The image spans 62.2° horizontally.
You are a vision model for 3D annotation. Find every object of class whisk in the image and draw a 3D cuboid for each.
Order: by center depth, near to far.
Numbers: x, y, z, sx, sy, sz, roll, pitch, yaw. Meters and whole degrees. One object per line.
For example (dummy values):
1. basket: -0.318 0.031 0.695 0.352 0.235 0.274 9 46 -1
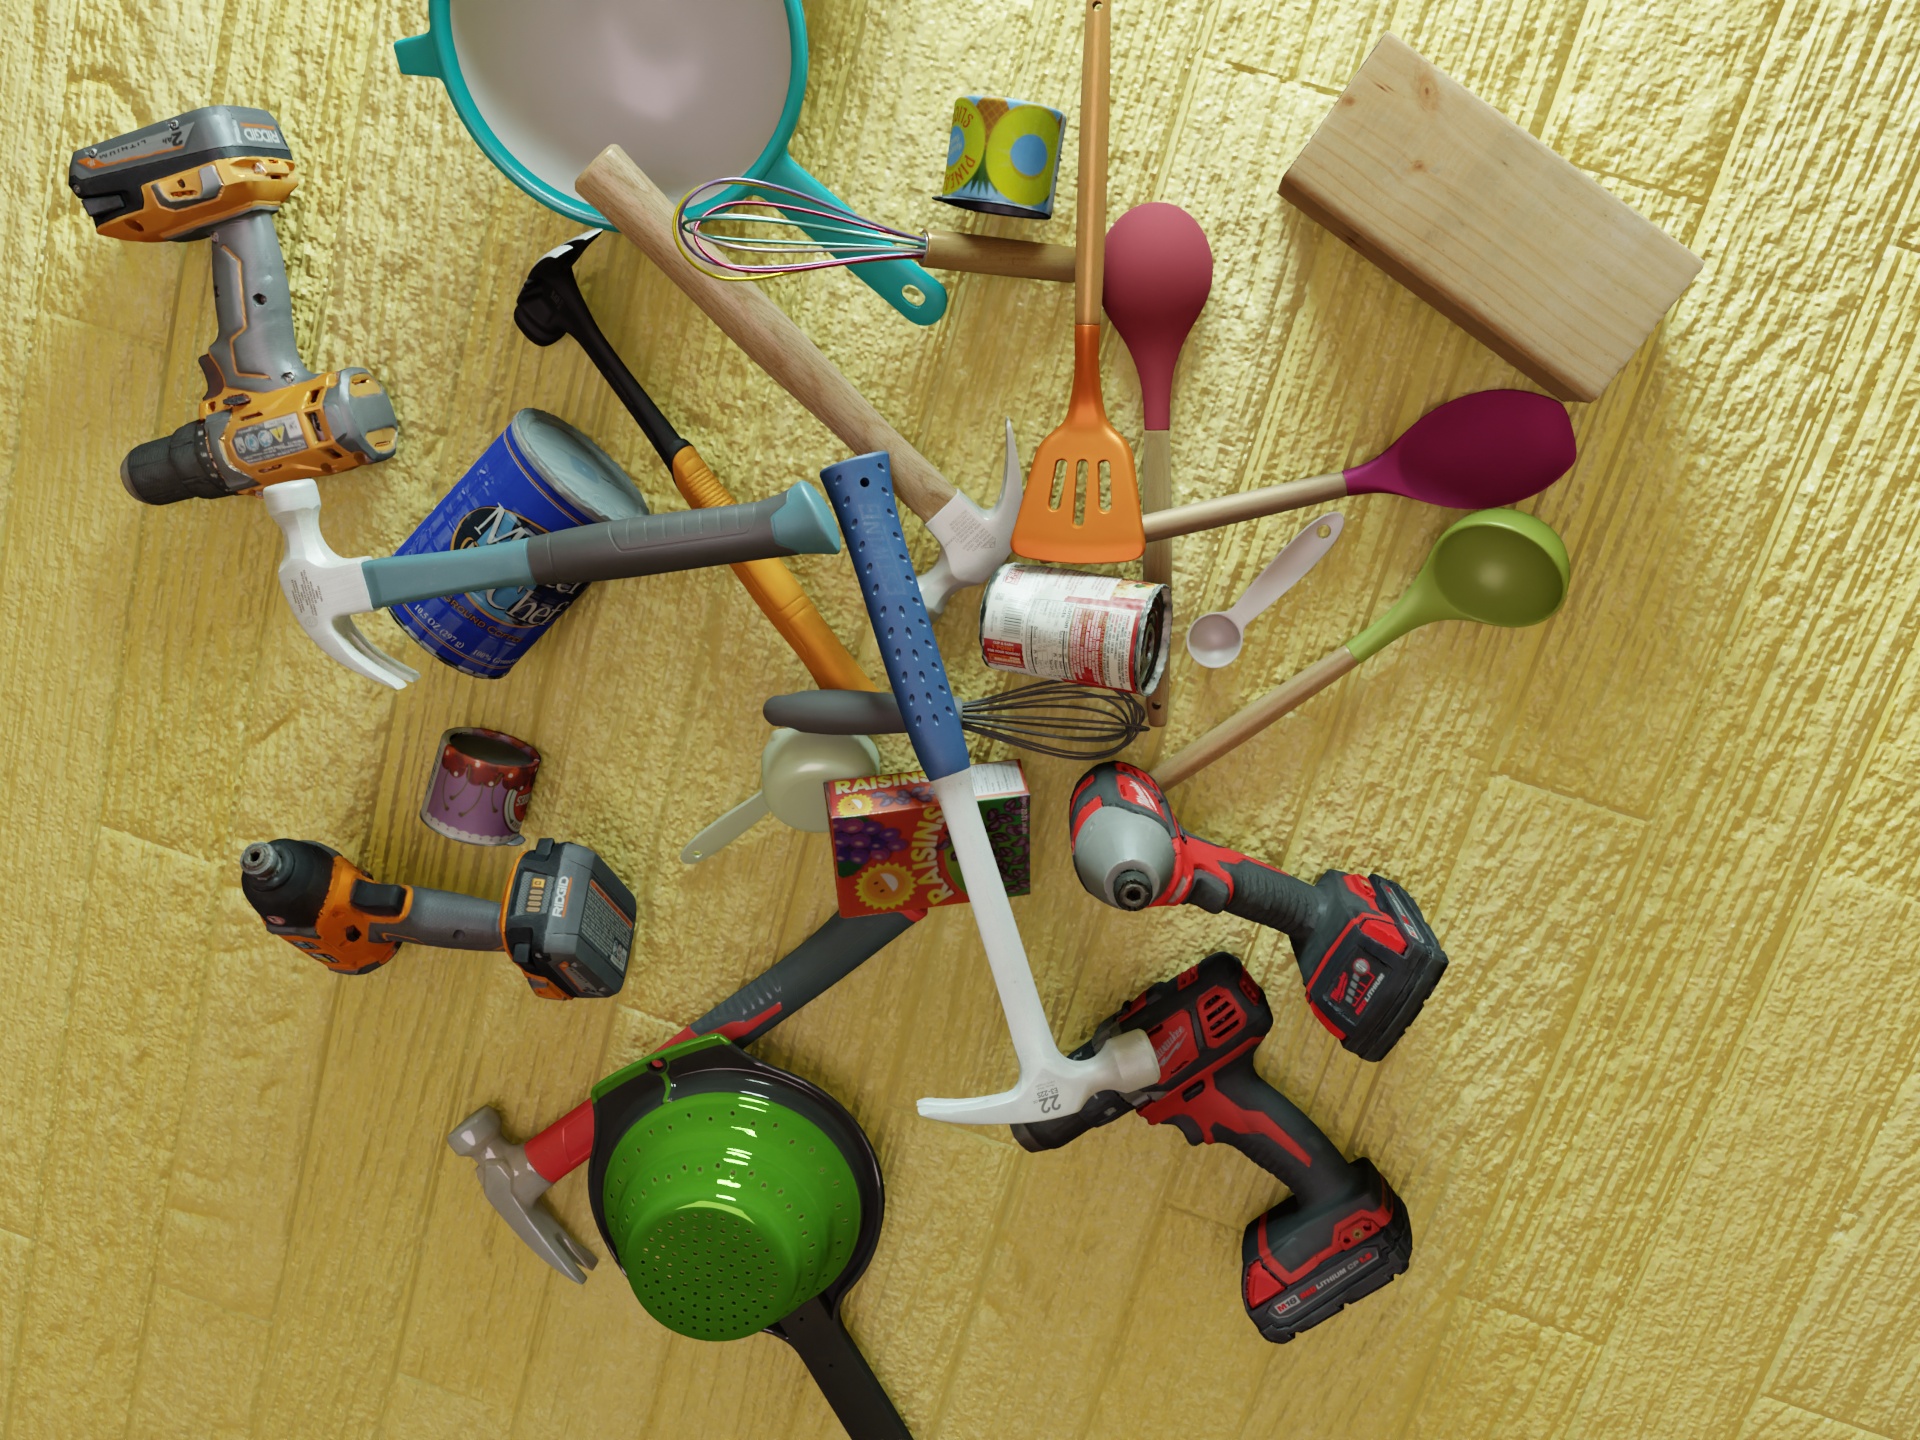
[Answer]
1. whisk: -0.043 -0.267 0.905 0.245 0.051 0.047 0 80 -22
2. whisk: -0.001 -0.002 0.977 0.239 0.055 0.055 1 103 -5

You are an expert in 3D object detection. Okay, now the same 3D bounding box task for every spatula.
1. spatula: 0.074 -0.253 0.916 0.081 0.041 0.322 3 106 10

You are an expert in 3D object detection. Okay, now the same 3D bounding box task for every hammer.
1. hammer: -0.234 -0.095 0.921 0.331 0.033 0.128 -7 105 8
2. hammer: -0.009 0.044 0.937 0.144 0.035 0.405 -18 92 -5
3. hammer: -0.090 -0.207 0.942 0.130 0.031 0.331 -43 107 13
4. hammer: -0.152 -0.138 0.975 0.034 0.127 0.336 -40 101 -24
5. hammer: -0.170 0.237 1.085 0.386 0.038 0.143 -36 96 14

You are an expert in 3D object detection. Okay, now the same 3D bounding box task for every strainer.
1. strainer: -0.138 -0.360 0.932 0.340 0.095 0.211 37 119 -19

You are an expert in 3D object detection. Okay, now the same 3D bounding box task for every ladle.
1. ladle: 0.216 -0.020 0.959 0.320 0.062 0.078 -35 109 17
2. ladle: 0.118 -0.150 0.962 0.069 0.031 0.315 1 104 12

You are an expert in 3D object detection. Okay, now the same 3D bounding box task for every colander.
1. colander: -0.119 0.404 1.062 0.204 0.094 0.397 -25 104 11

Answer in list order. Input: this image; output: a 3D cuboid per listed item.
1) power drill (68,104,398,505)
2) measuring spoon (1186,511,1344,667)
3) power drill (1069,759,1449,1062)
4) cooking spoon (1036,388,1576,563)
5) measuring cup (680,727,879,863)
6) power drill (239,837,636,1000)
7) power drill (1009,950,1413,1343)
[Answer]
1. power drill: -0.479 -0.251 1.011 0.185 0.084 0.226 -12 104 13
2. measuring spoon: 0.187 -0.081 0.973 0.034 0.018 0.124 45 98 -2
3. power drill: 0.166 0.107 0.938 0.219 0.143 0.078 27 107 -7
4. cooking spoon: 0.201 -0.134 0.940 0.319 0.017 0.069 -12 86 5
5. measuring cup: -0.122 0.062 1.027 0.167 0.038 0.083 -34 130 24
6. power drill: -0.341 0.121 1.026 0.226 0.164 0.084 3 66 7
7. power drill: 0.159 0.282 1.024 0.188 0.080 0.226 -37 91 14
